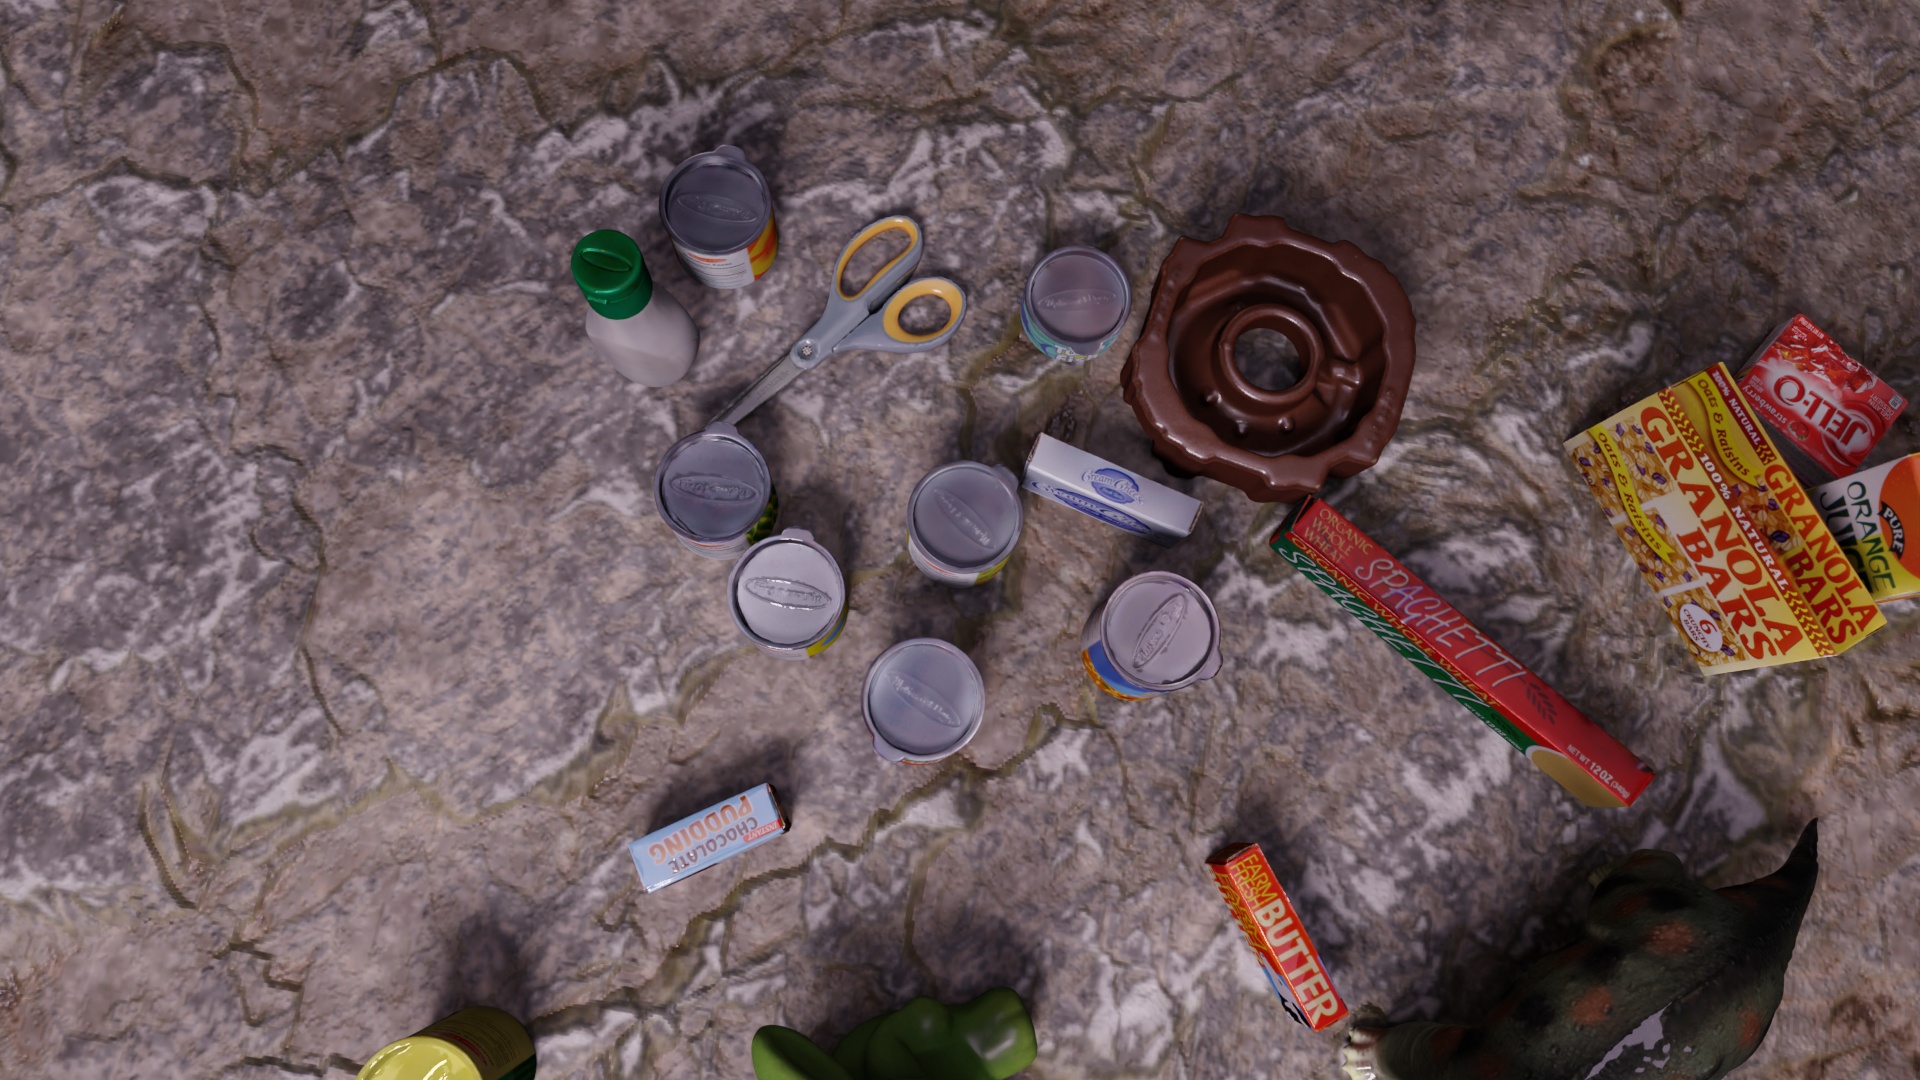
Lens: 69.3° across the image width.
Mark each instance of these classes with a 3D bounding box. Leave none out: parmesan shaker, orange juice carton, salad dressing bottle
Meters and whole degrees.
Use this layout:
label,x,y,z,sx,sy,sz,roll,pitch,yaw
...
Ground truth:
label,x,y,z,sx,sy,sz,roll,pitch,yaw
parmesan shaker,-0.262,0.284,0.716,0.071,0.103,0.071,1,79,-3
orange juice carton,0.533,-0.006,0.773,0.073,0.192,0.072,-9,80,-5
salad dressing bottle,-0.185,-0.129,0.782,0.064,0.147,0.044,17,79,0

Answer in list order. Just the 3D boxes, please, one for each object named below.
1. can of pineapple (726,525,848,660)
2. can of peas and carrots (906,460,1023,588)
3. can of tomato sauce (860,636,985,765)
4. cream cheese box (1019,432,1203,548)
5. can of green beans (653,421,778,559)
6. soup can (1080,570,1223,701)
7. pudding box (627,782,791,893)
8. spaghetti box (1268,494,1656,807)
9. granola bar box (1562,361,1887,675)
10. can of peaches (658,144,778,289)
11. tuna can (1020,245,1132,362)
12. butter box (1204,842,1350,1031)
label,x,y,z,sx,sy,sz,roll,pitch,yaw
can of pineapple,-0.097,0.032,0.800,0.071,0.057,0.071,1,79,-3
can of peas and carrots,0.003,-0.010,0.813,0.071,0.058,0.071,1,79,-3
can of tomato sauce,-0.023,0.094,0.778,0.071,0.083,0.071,1,79,-3
cream cheese box,0.088,-0.028,0.824,0.104,0.053,0.024,23,79,2
can of green beans,-0.141,-0.025,0.809,0.071,0.057,0.071,1,79,-3
soup can,0.108,0.058,0.792,0.071,0.083,0.071,1,79,-3
pudding box,-0.139,0.165,0.774,0.084,0.049,0.030,-23,81,-7
spaghetti box,0.290,0.066,0.818,0.250,0.050,0.029,40,80,5
granola bar box,0.435,-0.009,0.803,0.039,0.124,0.165,-27,81,-8
can of peaches,-0.144,-0.195,0.844,0.071,0.058,0.071,1,79,-3
tuna can,0.071,-0.143,0.857,0.071,0.032,0.071,1,79,-3
butter box,0.176,0.220,0.778,0.024,0.053,0.103,-27,81,-8
